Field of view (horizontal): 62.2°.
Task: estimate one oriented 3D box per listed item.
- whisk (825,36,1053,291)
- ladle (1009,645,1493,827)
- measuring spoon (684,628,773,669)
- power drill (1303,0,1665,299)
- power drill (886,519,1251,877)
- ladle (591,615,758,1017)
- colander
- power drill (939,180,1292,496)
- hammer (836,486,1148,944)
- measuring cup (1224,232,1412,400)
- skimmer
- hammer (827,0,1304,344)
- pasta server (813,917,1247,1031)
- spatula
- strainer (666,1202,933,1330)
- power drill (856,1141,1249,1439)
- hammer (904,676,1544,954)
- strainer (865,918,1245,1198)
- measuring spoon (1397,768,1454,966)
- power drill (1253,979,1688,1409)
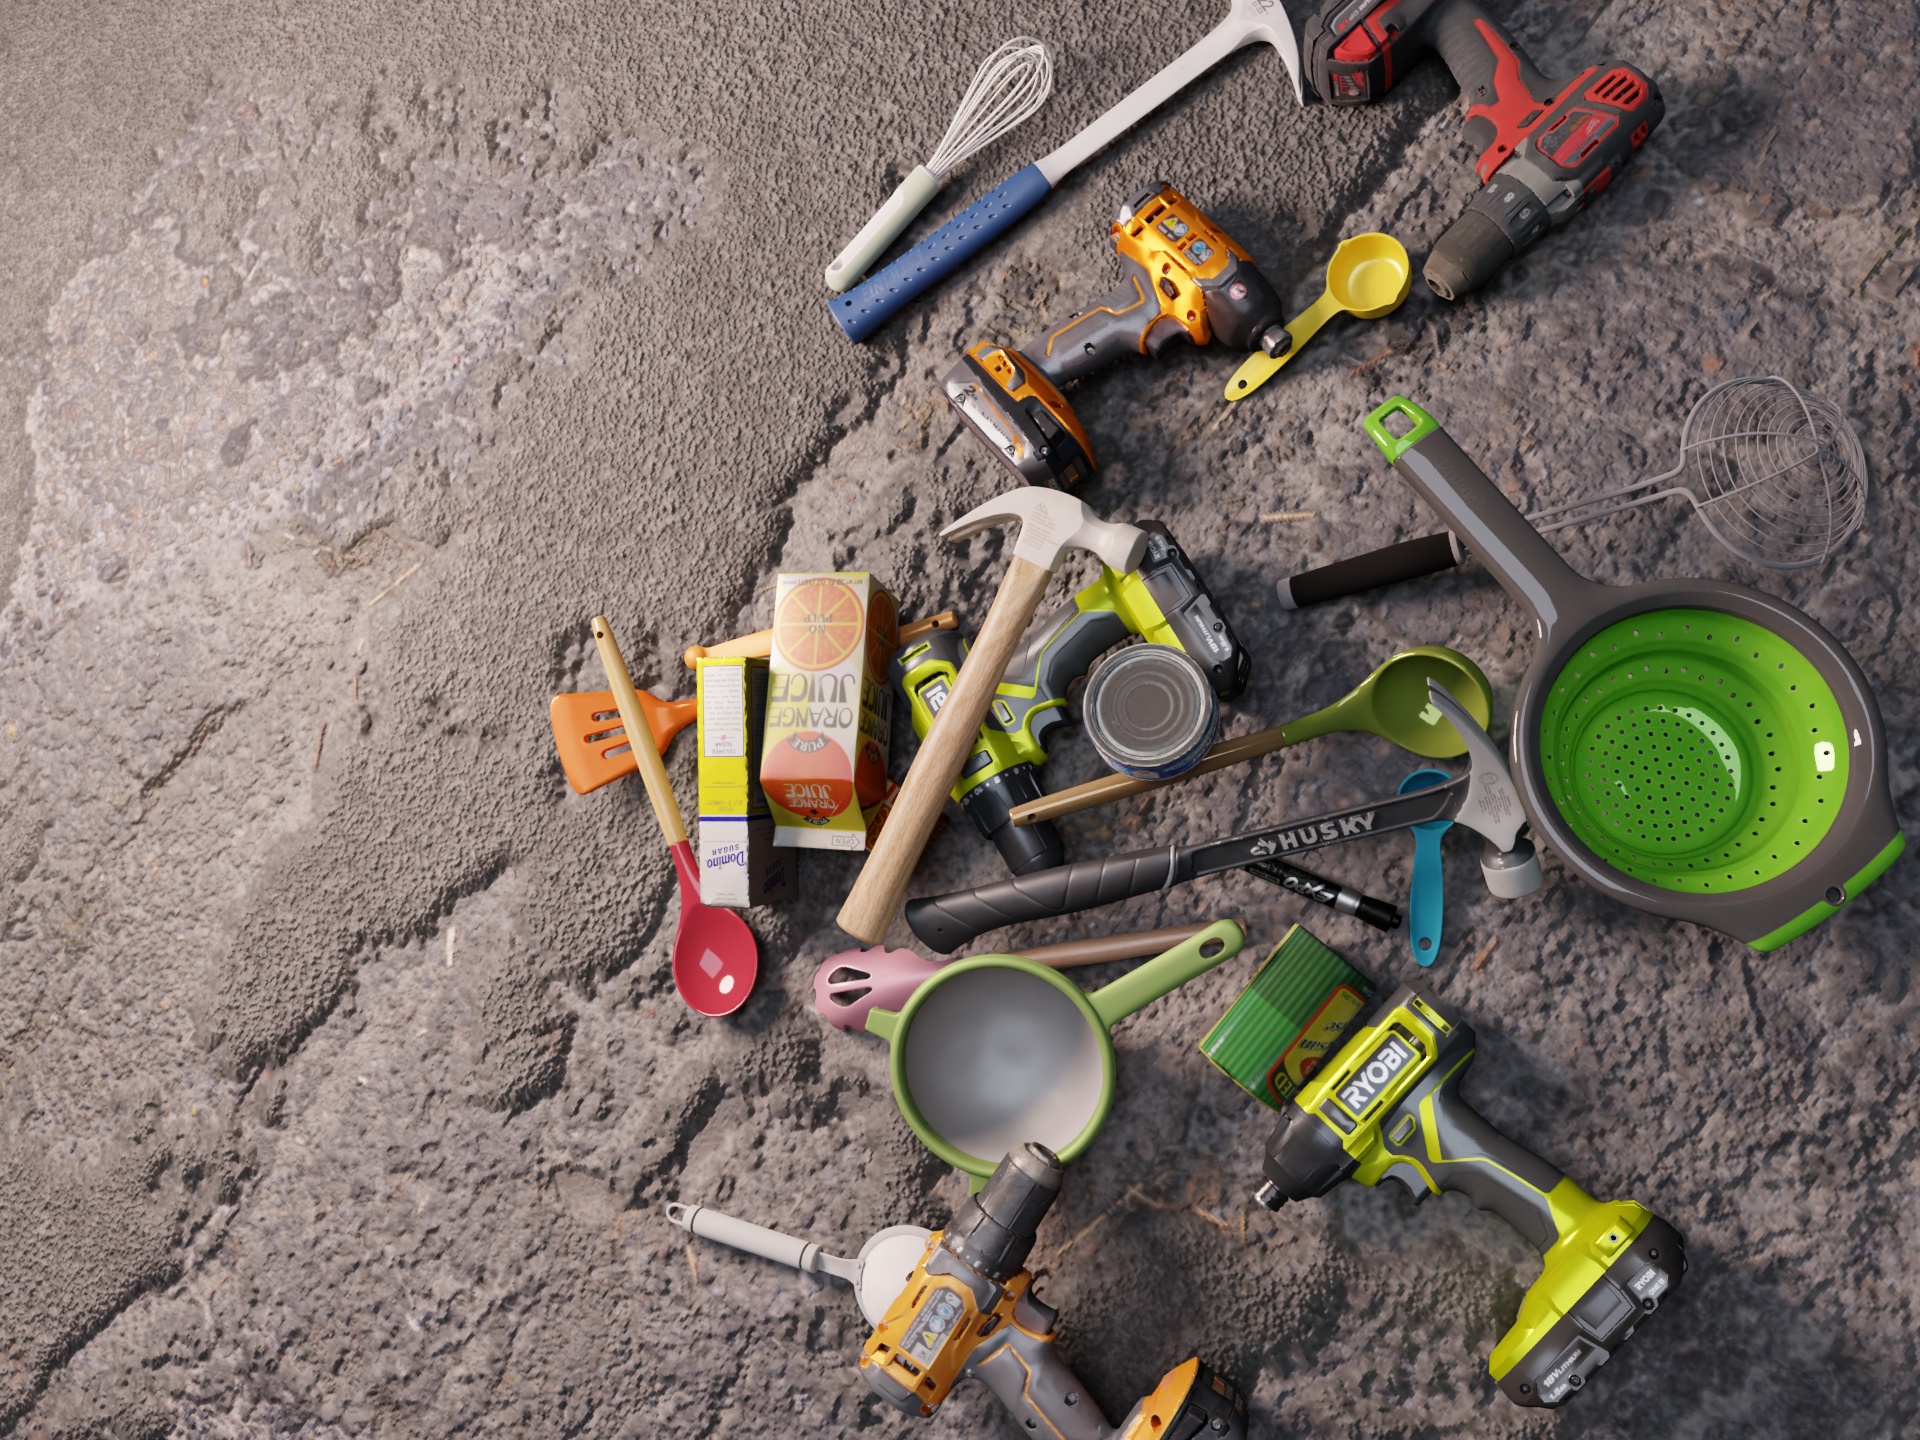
[{"bbox_3d":[-0.019,-0.431,1.241,0.246,0.059,0.058,-46,46,10],"label":"whisk"},{"bbox_3d":[0.187,0.023,1.037,0.320,0.062,0.078,-17,112,2],"label":"ladle"},{"bbox_3d":[-0.162,-0.059,1.228,0.117,0.011,0.021,-11,76,16],"label":"measuring spoon"},{"bbox_3d":[0.340,-0.418,1.104,0.188,0.080,0.227,-45,72,6],"label":"power drill"},{"bbox_3d":[0.082,-0.014,1.104,0.228,0.080,0.191,-33,75,12],"label":"power drill"},{"bbox_3d":[-0.221,0.068,1.188,0.069,0.031,0.315,-22,82,11],"label":"ladle"},{"bbox_3d":[0.386,-0.039,0.985,0.204,0.094,0.397,-37,74,1],"label":"colander"},{"bbox_3d":[0.117,-0.261,1.140,0.226,0.084,0.164,-41,66,2],"label":"power drill"},{"bbox_3d":[-0.002,-0.003,1.077,0.130,0.031,0.331,27,94,21],"label":"hammer"},{"bbox_3d":[0.254,-0.280,1.134,0.156,0.029,0.062,-41,67,19],"label":"measuring cup"},{"bbox_3d":[0.394,-0.125,1.047,0.363,0.090,0.127,-15,78,26],"label":"skimmer"},{"bbox_3d":[0.074,-0.418,1.212,0.405,0.035,0.144,-35,70,9],"label":"hammer"},{"bbox_3d":[0.042,0.168,1.107,0.316,0.040,0.060,-11,75,12],"label":"pasta server"},{"bbox_3d":[-0.155,-0.027,1.204,0.322,0.041,0.081,-18,83,13],"label":"spatula"},{"bbox_3d":[-0.097,0.377,1.102,0.258,0.050,0.087,9,96,23],"label":"strainer"},{"bbox_3d":[0.071,0.394,1.000,0.226,0.084,0.185,33,93,13],"label":"power drill"},{"bbox_3d":[0.152,0.087,1.031,0.409,0.036,0.149,-15,112,19],"label":"hammer"},{"bbox_3d":[0.076,0.197,1.058,0.256,0.069,0.151,-32,88,11],"label":"strainer"},{"bbox_3d":[0.306,0.096,1.040,0.042,0.021,0.128,2,88,18],"label":"measuring spoon"},{"bbox_3d":[0.303,0.294,0.967,0.171,0.080,0.223,-48,65,4],"label":"power drill"}]
